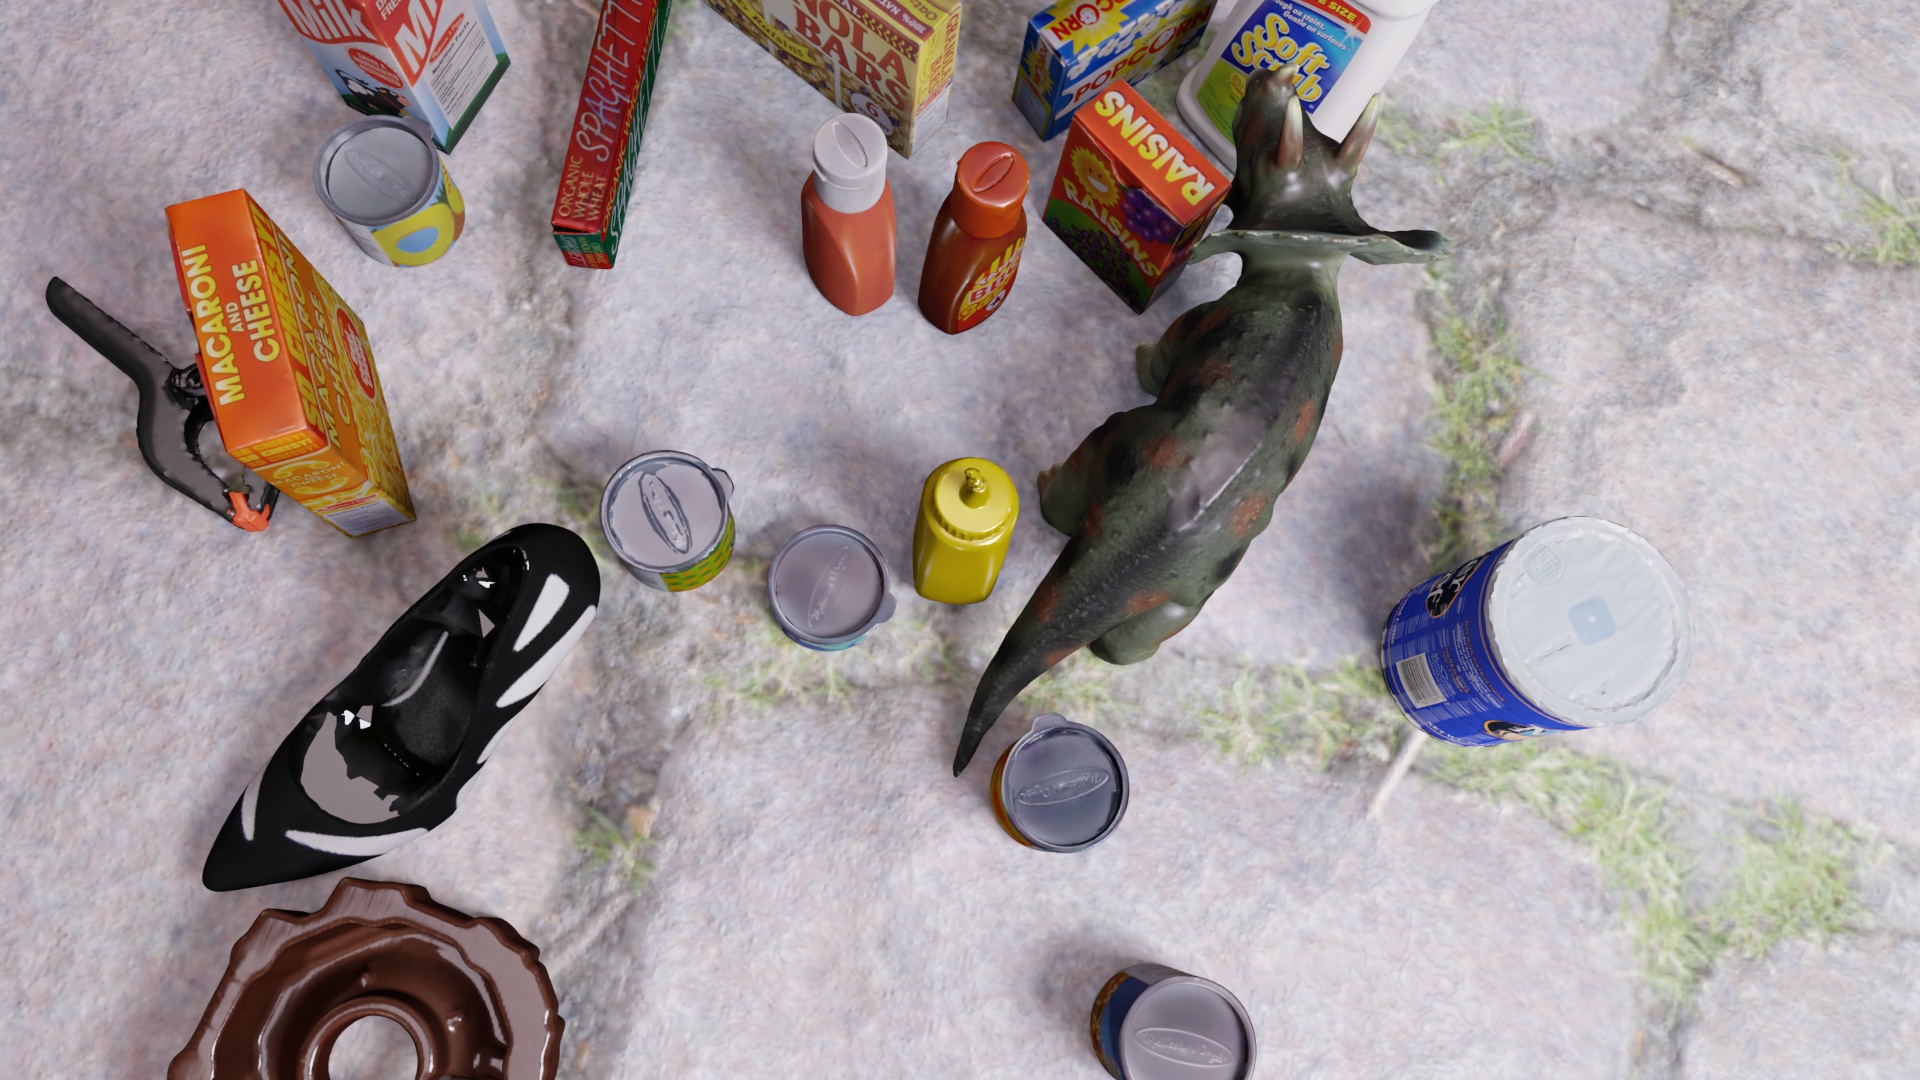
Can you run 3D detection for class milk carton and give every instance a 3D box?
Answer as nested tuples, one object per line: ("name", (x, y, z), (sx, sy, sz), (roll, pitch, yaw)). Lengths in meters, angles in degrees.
("milk carton", (-0.307, -0.292, 0.732), (0.072, 0.190, 0.073), (27, 76, 2))

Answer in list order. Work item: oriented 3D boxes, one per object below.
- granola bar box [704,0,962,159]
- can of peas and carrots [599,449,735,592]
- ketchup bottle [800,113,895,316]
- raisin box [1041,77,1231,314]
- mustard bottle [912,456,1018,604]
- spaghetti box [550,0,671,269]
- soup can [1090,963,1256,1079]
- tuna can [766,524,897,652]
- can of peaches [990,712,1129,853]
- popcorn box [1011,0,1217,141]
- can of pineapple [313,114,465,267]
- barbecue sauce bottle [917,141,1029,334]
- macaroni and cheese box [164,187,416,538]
("granola bar box", (-0.079, -0.306, 0.790), (0.165, 0.124, 0.039), (39, 77, 5))
("can of peas and carrots", (-0.153, -0.010, 0.745), (0.071, 0.058, 0.071), (1, 77, -5))
("ketchup bottle", (-0.060, -0.175, 0.747), (0.043, 0.148, 0.065), (-32, 82, -11))
("raisin box", (0.094, -0.189, 0.777), (0.040, 0.123, 0.086), (-42, 84, -12))
("mustard bottle", (0.003, -0.009, 0.706), (0.049, 0.160, 0.065), (5, 77, -4))
("spaghetti box", (-0.196, -0.280, 0.811), (0.029, 0.050, 0.250), (9, 76, -3))
("soup can", (0.103, 0.250, 0.692), (0.071, 0.083, 0.071), (1, 77, -5))
("tuna can", (-0.069, 0.028, 0.757), (0.071, 0.032, 0.071), (1, 76, -5))
("can of peaches", (0.050, 0.128, 0.730), (0.071, 0.058, 0.071), (1, 77, -5))
("popcorn box", (0.094, -0.302, 0.824), (0.127, 0.085, 0.038), (-35, 82, -12))
("can of pineapple", (-0.315, -0.194, 0.776), (0.071, 0.057, 0.071), (1, 77, -5))
("barbecue sauce bottle", (0.009, -0.164, 0.751), (0.044, 0.148, 0.065), (44, 77, 6))
("macaroni and cheese box", (-0.328, -0.080, 0.691), (0.040, 0.166, 0.124), (-18, 79, -9))
